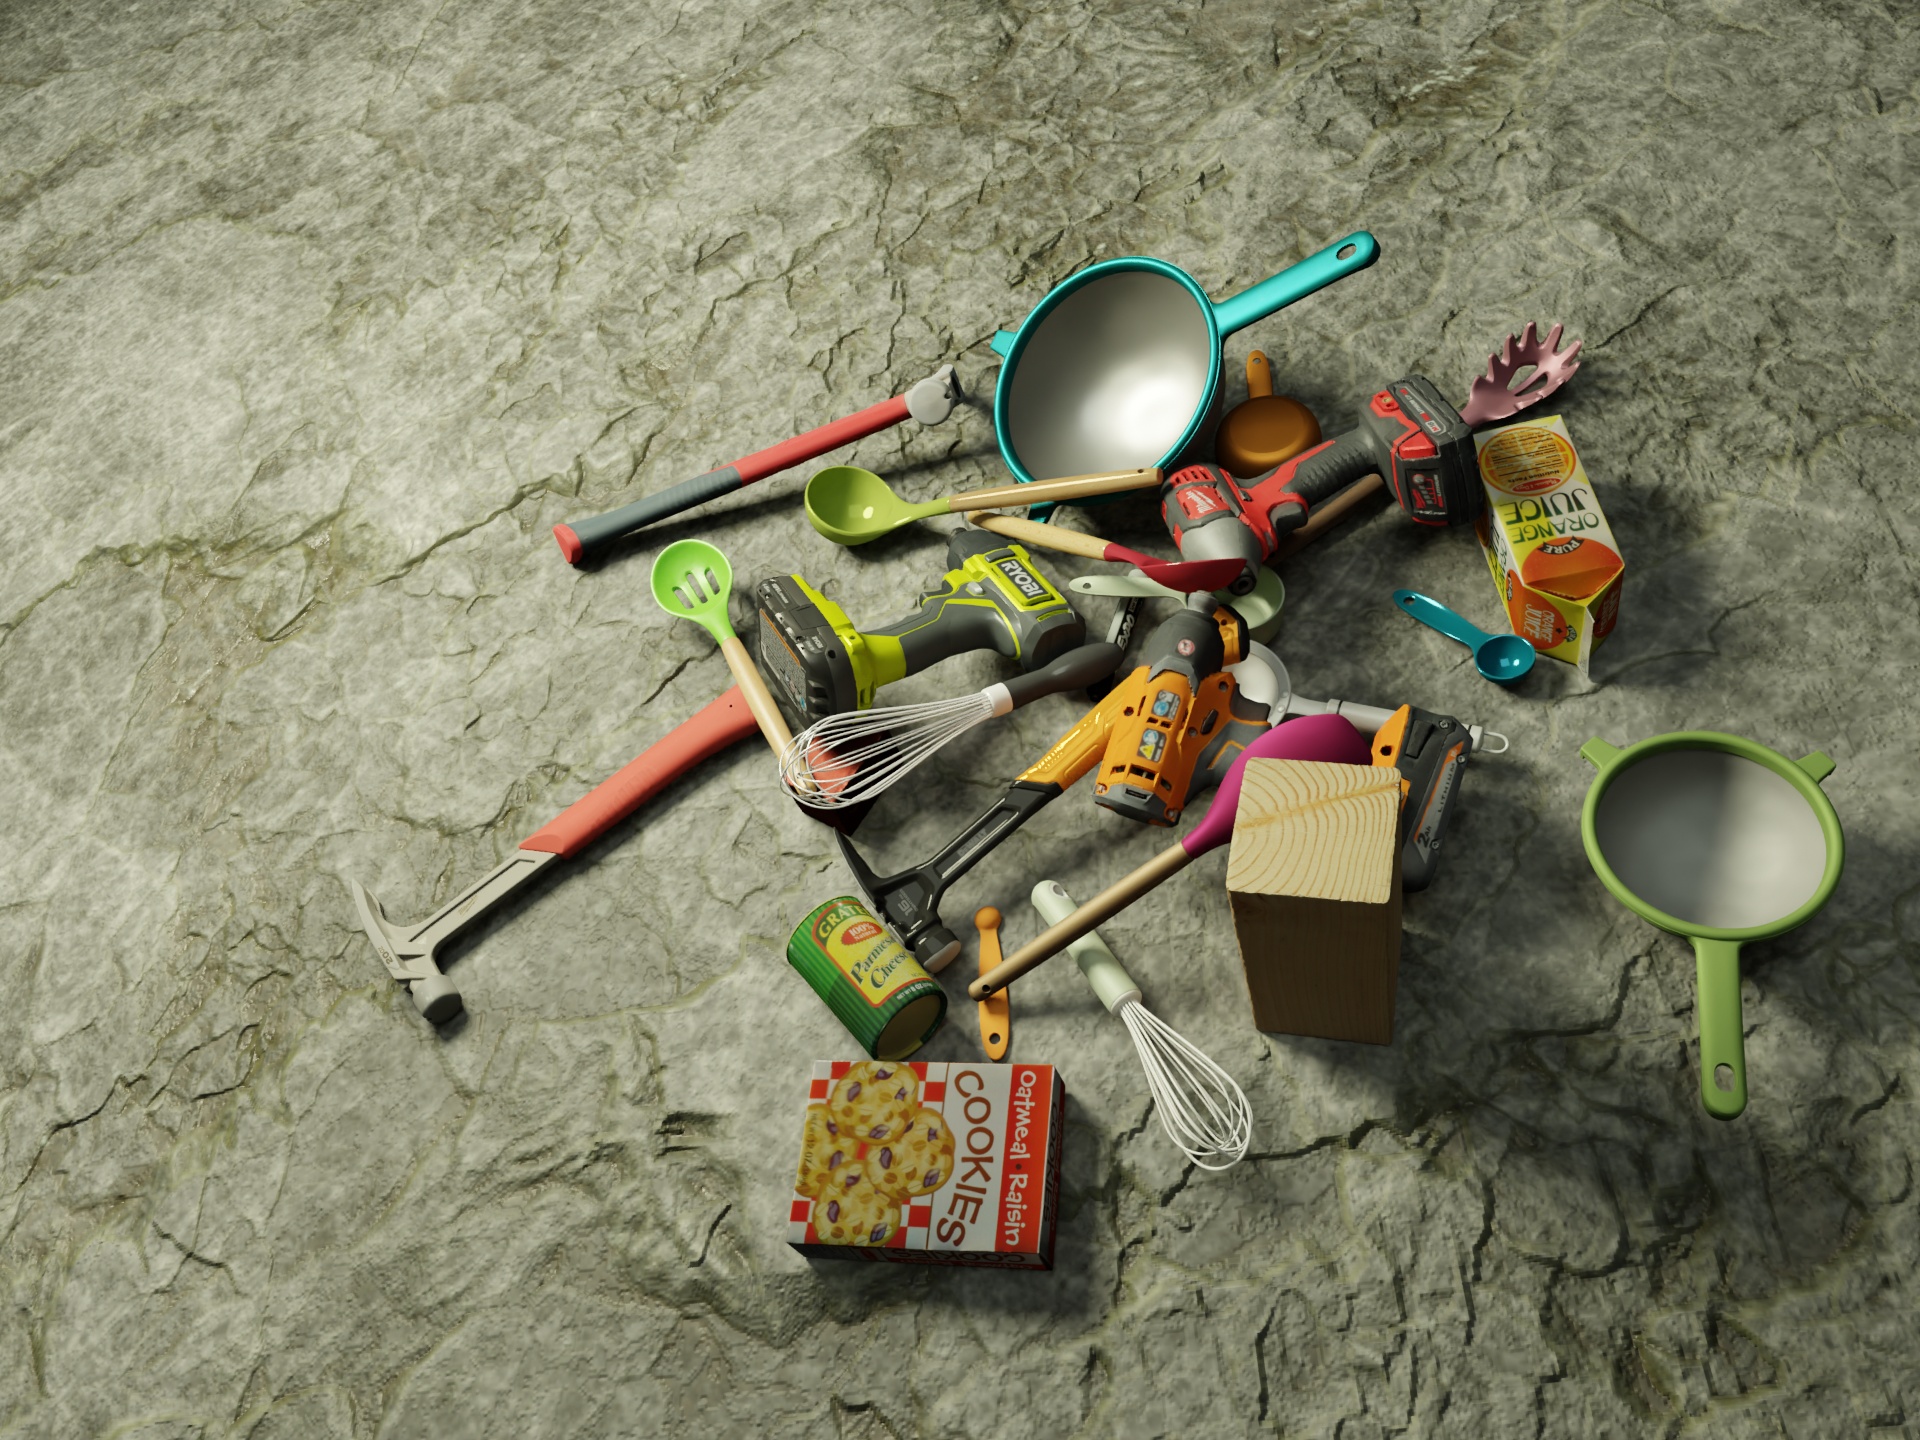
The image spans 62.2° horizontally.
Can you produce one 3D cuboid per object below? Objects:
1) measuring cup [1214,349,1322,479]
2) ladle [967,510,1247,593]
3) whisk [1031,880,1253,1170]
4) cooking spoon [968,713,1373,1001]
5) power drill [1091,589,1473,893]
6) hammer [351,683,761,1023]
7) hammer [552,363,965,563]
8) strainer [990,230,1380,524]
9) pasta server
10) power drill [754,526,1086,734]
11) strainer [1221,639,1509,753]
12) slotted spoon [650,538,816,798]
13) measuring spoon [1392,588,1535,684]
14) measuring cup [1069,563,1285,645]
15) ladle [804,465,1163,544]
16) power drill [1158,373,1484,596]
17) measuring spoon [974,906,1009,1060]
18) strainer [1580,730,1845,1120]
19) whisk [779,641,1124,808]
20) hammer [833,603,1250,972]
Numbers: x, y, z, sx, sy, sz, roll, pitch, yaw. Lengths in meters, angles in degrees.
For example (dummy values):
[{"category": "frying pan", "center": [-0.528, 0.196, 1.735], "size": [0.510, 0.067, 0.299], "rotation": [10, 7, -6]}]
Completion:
[{"category": "measuring cup", "center": [0.250, -0.258, 1.314], "size": [0.095, 0.052, 0.174], "rotation": [-7, 58, 11]}, {"category": "ladle", "center": [0.097, -0.133, 1.212], "size": [0.069, 0.031, 0.316], "rotation": [-4, 16, -34]}, {"category": "whisk", "center": [0.114, 0.195, 1.057], "size": [0.059, 0.057, 0.247], "rotation": [-55, 47, 21]}, {"category": "cooking spoon", "center": [0.129, 0.099, 1.046], "size": [0.319, 0.017, 0.069], "rotation": [-37, 92, 19]}, {"category": "power drill", "center": [0.219, 0.014, 1.074], "size": [0.226, 0.084, 0.164], "rotation": [17, 84, 9]}, {"category": "hammer", "center": [-0.303, 0.076, 1.256], "size": [0.359, 0.036, 0.149], "rotation": [-38, 56, -10]}, {"category": "hammer", "center": [-0.180, -0.225, 1.405], "size": [0.386, 0.038, 0.143], "rotation": [-20, 16, 12]}, {"category": "strainer", "center": [0.189, -0.287, 1.281], "size": [0.340, 0.095, 0.211], "rotation": [-23, 65, 29]}, {"category": "pasta server", "center": [0.361, -0.213, 1.264], "size": [0.316, 0.040, 0.060], "rotation": [-35, 66, -7]}, {"category": "power drill", "center": [-0.038, -0.080, 1.232], "size": [0.223, 0.080, 0.171], "rotation": [-17, 44, -22]}, {"category": "strainer", "center": [0.261, -0.005, 1.144], "size": [0.258, 0.050, 0.087], "rotation": [12, 70, 22]}, {"category": "slotted spoon", "center": [-0.176, -0.044, 1.261], "size": [0.070, 0.031, 0.314], "rotation": [-30, 48, -5]}, {"category": "measuring spoon", "center": [0.370, -0.062, 1.177], "size": [0.042, 0.021, 0.129], "rotation": [-38, 47, -10]}, {"category": "measuring cup", "center": [0.167, -0.089, 1.231], "size": [0.167, 0.038, 0.083], "rotation": [6, 52, 19]}, {"category": "ladle", "center": [0.012, -0.188, 1.289], "size": [0.320, 0.062, 0.078], "rotation": [-3, 46, 32]}, {"category": "power drill", "center": [0.267, -0.167, 1.190], "size": [0.219, 0.078, 0.143], "rotation": [-20, 38, 5]}, {"category": "measuring spoon", "center": [0.021, 0.181, 1.110], "size": [0.021, 0.011, 0.117], "rotation": [-10, 55, 9]}, {"category": "strainer", "center": [0.463, 0.130, 0.986], "size": [0.151, 0.069, 0.257], "rotation": [4, 59, 15]}, {"category": "whisk", "center": [-0.002, -0.003, 1.164], "size": [0.284, 0.070, 0.070], "rotation": [-21, 52, -20]}, {"category": "hammer", "center": [0.068, 0.028, 1.143], "size": [0.337, 0.034, 0.127], "rotation": [-39, 66, -3]}]
